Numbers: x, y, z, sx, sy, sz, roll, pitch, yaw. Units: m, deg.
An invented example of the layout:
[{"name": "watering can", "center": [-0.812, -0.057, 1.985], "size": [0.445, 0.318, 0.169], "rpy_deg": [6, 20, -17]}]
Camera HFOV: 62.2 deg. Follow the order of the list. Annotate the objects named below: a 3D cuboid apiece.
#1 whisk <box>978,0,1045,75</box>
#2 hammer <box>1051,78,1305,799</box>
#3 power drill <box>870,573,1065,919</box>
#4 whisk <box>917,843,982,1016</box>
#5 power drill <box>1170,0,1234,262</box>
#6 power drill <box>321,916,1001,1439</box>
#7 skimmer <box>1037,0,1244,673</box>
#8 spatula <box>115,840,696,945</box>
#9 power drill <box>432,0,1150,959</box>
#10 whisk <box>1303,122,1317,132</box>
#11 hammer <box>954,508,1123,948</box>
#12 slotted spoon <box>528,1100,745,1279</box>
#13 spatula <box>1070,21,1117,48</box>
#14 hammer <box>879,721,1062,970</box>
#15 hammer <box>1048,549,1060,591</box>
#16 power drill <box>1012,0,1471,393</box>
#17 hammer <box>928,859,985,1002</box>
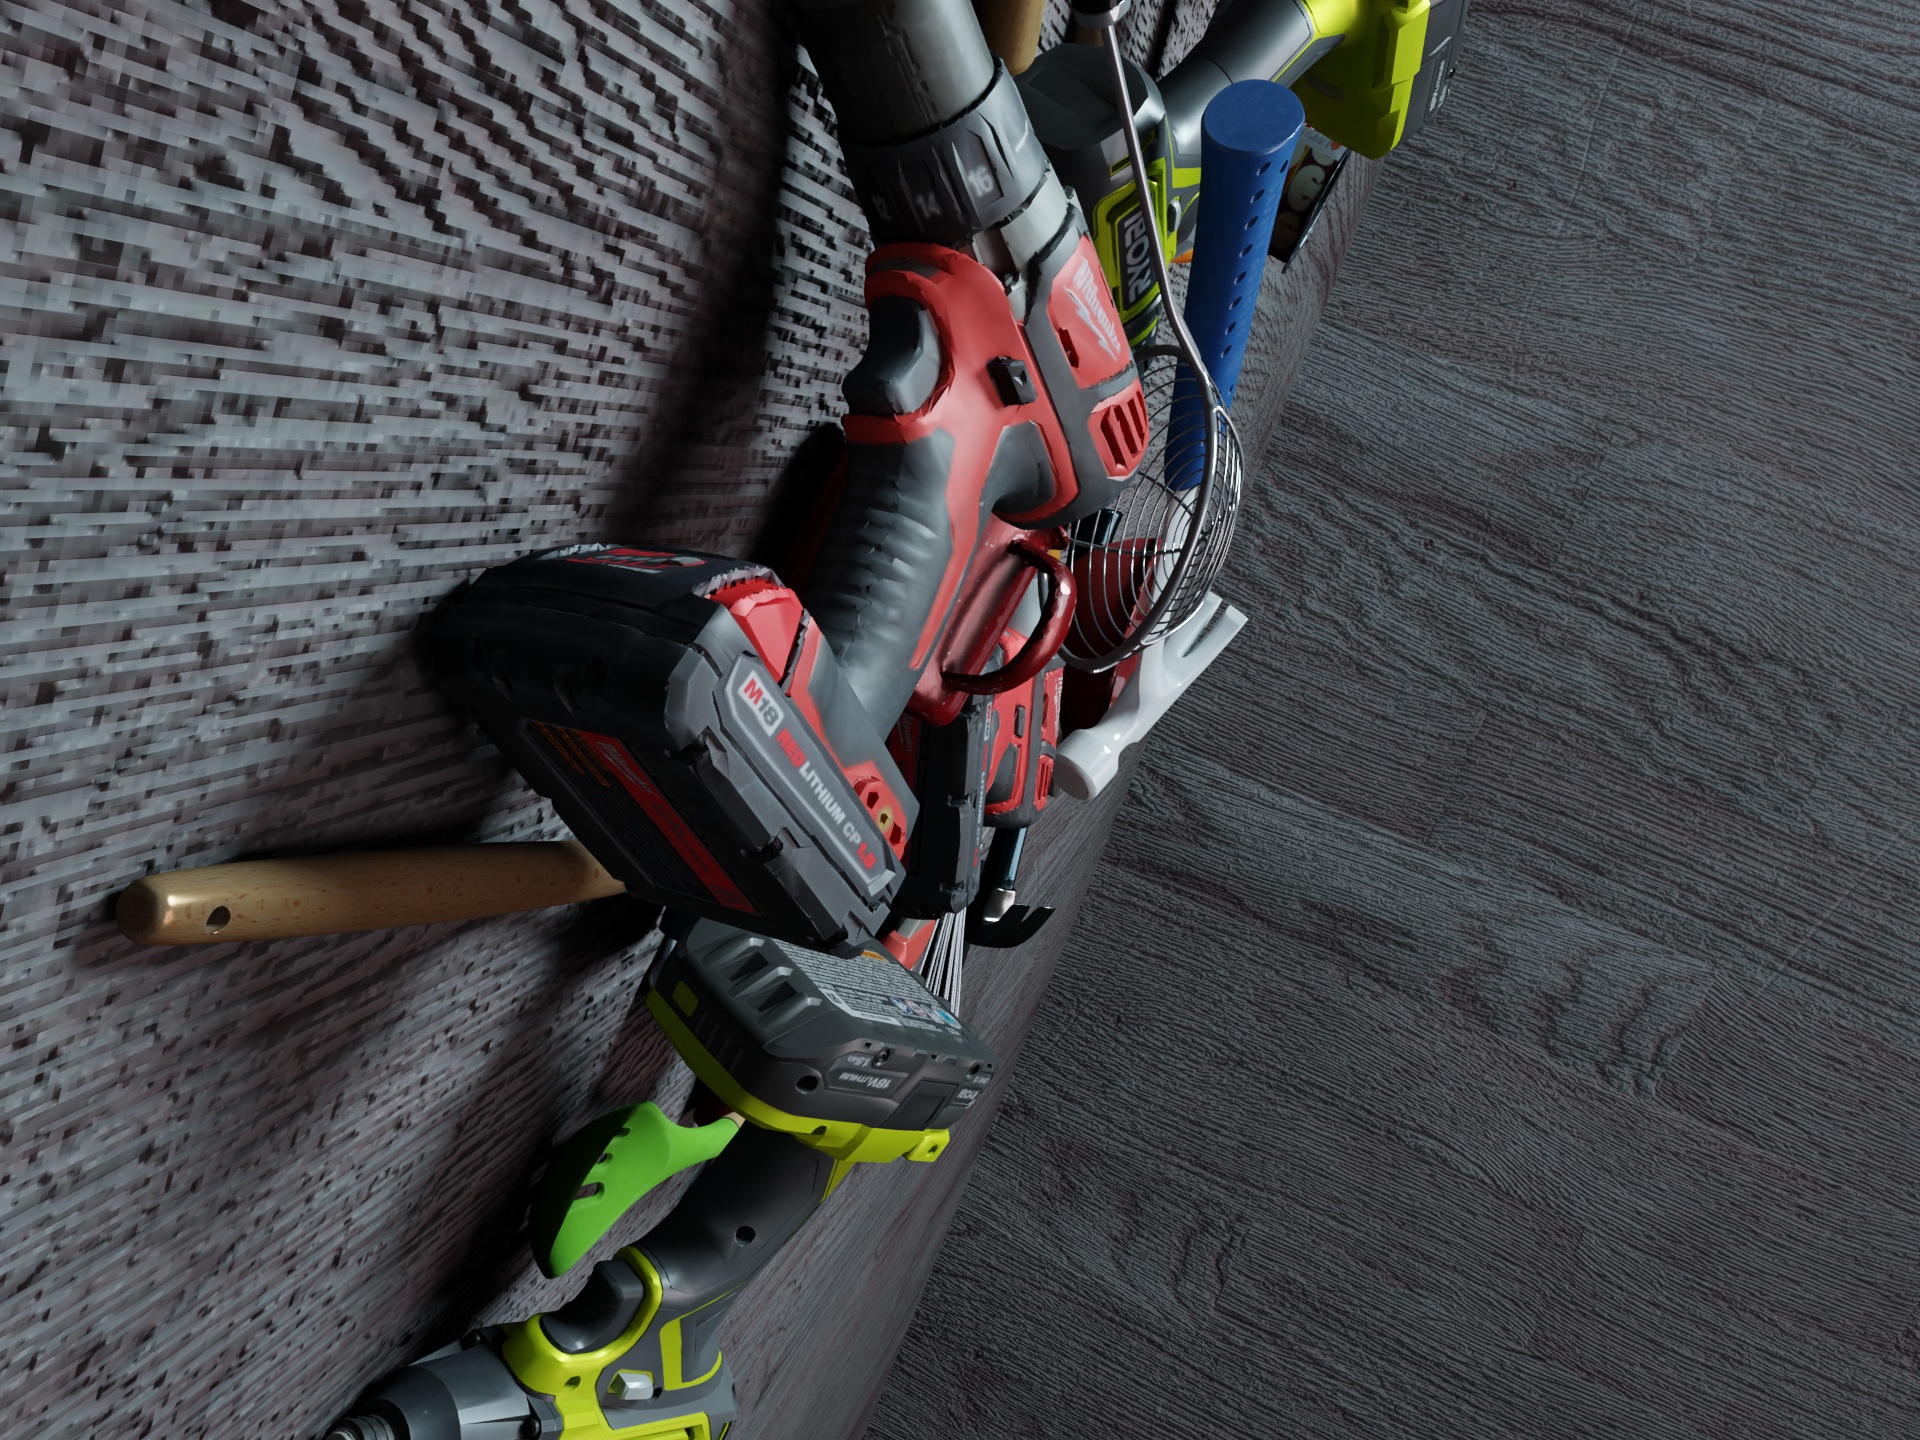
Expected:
[{"name": "whisk", "center": [0.034, -0.293, 0.448], "size": [0.244, 0.051, 0.047], "rpy_deg": [103, 8, -56]}, {"name": "hammer", "center": [0.106, -0.111, 0.733], "size": [0.144, 0.035, 0.405], "rpy_deg": [-45, 159, -24]}, {"name": "power drill", "center": [-0.001, -0.002, 0.731], "size": [0.219, 0.078, 0.143], "rpy_deg": [-35, 132, -70]}, {"name": "whisk", "center": [-0.008, 0.121, 1.114], "size": [0.070, 0.070, 0.284], "rpy_deg": [3, 104, -79]}, {"name": "power drill", "center": [0.147, -0.344, 0.814], "size": [0.226, 0.084, 0.164], "rpy_deg": [-66, 171, 21]}, {"name": "power drill", "center": [-0.099, 0.177, 0.545], "size": [0.223, 0.080, 0.171], "rpy_deg": [-54, 148, 5]}, {"name": "skimmer", "center": [0.031, -0.167, 0.522], "size": [0.362, 0.090, 0.127], "rpy_deg": [68, 7, -46]}, {"name": "spatula", "center": [-0.120, 0.040, 0.448], "size": [0.082, 0.044, 0.317], "rpy_deg": [-67, 165, 3]}, {"name": "power drill", "center": [-0.032, -0.076, 0.411], "size": [0.227, 0.080, 0.187], "rpy_deg": [-60, 142, -28]}, {"name": "whisk", "center": [0.195, -0.439, 0.925], "size": [0.073, 0.073, 0.295], "rpy_deg": [-64, 163, -15]}, {"name": "hammer", "center": [0.054, 0.008, 1.127], "size": [0.128, 0.033, 0.331], "rpy_deg": [39, -63, 61]}, {"name": "slotted spoon", "center": [-0.092, 0.183, 0.711], "size": [0.070, 0.031, 0.313], "rpy_deg": [-66, 157, 7]}, {"name": "spatula", "center": [0.056, -0.283, 0.646], "size": [0.060, 0.018, 0.315], "rpy_deg": [-54, 163, -53]}, {"name": "hammer", "center": [-0.046, 0.149, 0.885], "size": [0.359, 0.037, 0.149], "rpy_deg": [-57, 165, -16]}, {"name": "hammer", "center": [0.042, -0.111, 0.906], "size": [0.336, 0.034, 0.127], "rpy_deg": [82, 32, -71]}, {"name": "power drill", "center": [0.110, -0.239, 0.675], "size": [0.228, 0.080, 0.190], "rpy_deg": [-44, 157, -12]}, {"name": "hammer", "center": [-0.019, 0.235, 1.344], "size": [0.146, 0.035, 0.334], "rpy_deg": [-58, 166, -45]}]
